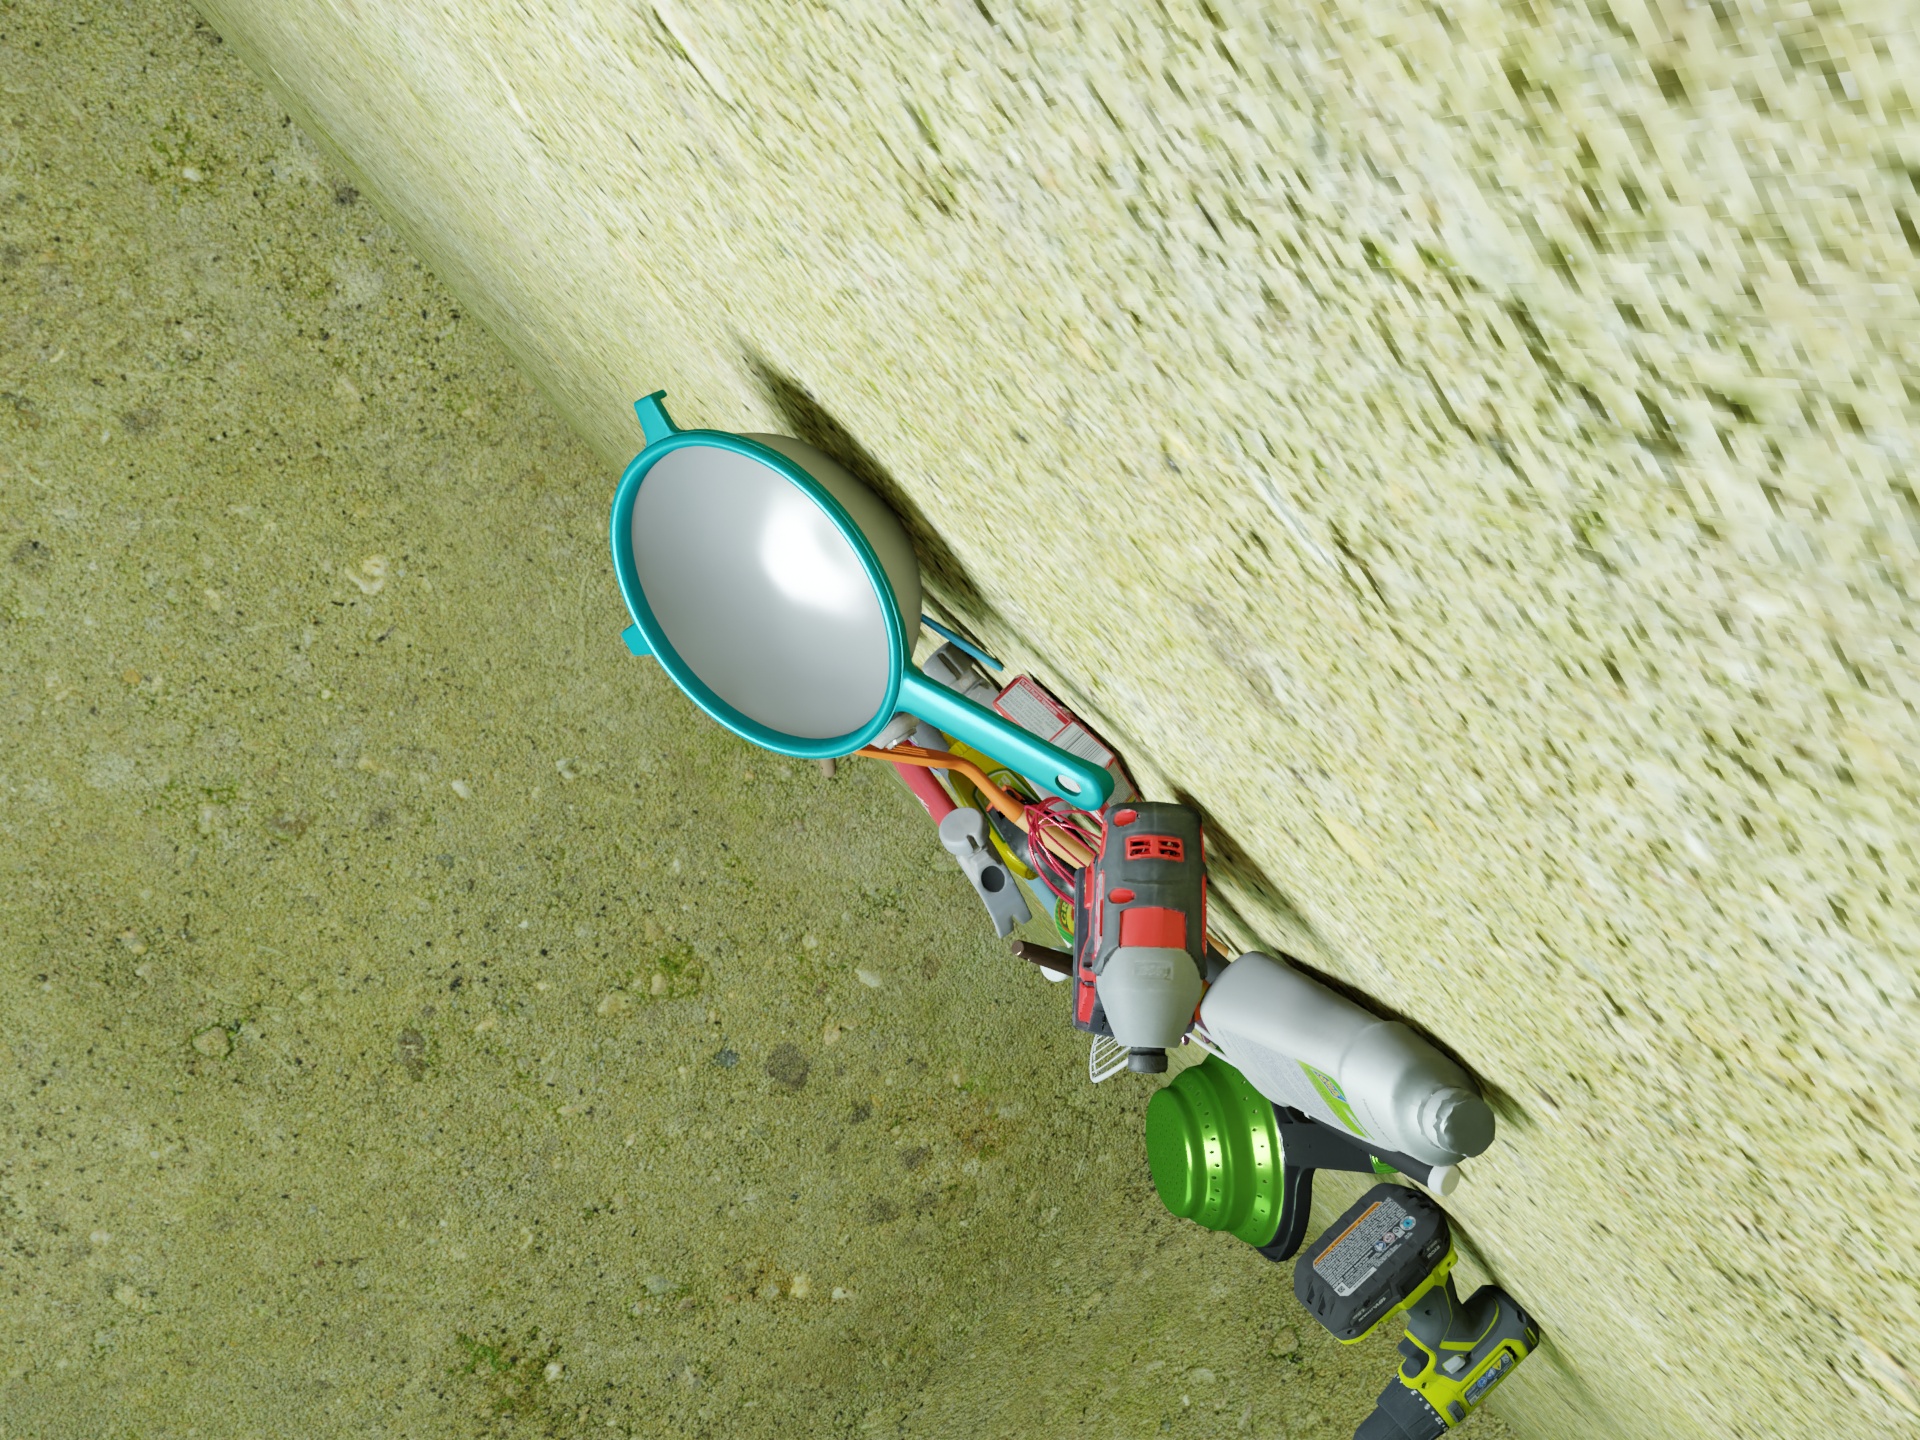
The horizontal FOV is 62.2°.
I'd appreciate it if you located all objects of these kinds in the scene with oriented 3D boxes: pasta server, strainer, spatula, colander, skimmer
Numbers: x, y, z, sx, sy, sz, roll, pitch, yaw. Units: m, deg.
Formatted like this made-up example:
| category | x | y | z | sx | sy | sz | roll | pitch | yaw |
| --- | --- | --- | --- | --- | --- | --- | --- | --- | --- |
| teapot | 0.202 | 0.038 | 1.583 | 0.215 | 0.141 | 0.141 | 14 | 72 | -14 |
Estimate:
| category | x | y | z | sx | sy | sz | roll | pitch | yaw |
| --- | --- | --- | --- | --- | --- | --- | --- | --- | --- |
| pasta server | 0.143 | 0.236 | 1.385 | 0.316 | 0.060 | 0.040 | 26 | -130 | -47 |
| strainer | -0.045 | -0.058 | 0.924 | 0.340 | 0.095 | 0.210 | 30 | 135 | 16 |
| spatula | 0.057 | 0.088 | 1.142 | 0.322 | 0.041 | 0.081 | 35 | -177 | -7 |
| colander | 0.239 | 0.355 | 1.317 | 0.397 | 0.094 | 0.205 | 132 | 133 | -72 |
| skimmer | 0.234 | 0.291 | 1.222 | 0.364 | 0.127 | 0.090 | 23 | 137 | 52 |

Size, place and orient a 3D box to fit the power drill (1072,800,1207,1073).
| category | x | y | z | sx | sy | sz | roll | pitch | yaw |
| --- | --- | --- | --- | --- | --- | --- | --- | --- | --- |
| power drill | 0.106 | 0.132 | 0.927 | 0.078 | 0.143 | 0.219 | 1 | 168 | 4 |

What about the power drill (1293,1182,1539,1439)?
| category | x | y | z | sx | sy | sz | roll | pitch | yaw |
| --- | --- | --- | --- | --- | --- | --- | --- | --- | --- |
| power drill | 0.375 | 0.519 | 1.343 | 0.228 | 0.190 | 0.080 | 55 | 170 | -28 |

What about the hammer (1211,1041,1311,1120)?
| category | x | y | z | sx | sy | sz | roll | pitch | yaw |
| --- | --- | --- | --- | --- | --- | --- | --- | --- | --- |
| hammer | 0.246 | 0.306 | 1.579 | 0.149 | 0.036 | 0.409 | 49 | 174 | -26 |

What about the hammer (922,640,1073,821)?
| category | x | y | z | sx | sy | sz | roll | pitch | yaw |
| --- | --- | --- | --- | --- | --- | --- | --- | --- | --- |
| hammer | -0.002 | -0.004 | 1.269 | 0.149 | 0.037 | 0.359 | 48 | 174 | -11 |

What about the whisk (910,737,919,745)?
| category | x | y | z | sx | sy | sz | roll | pitch | yaw |
| --- | --- | --- | --- | --- | --- | --- | --- | --- | --- |
| whisk | -0.058 | -0.004 | 1.624 | 0.246 | 0.058 | 0.059 | 71 | -172 | -66 |

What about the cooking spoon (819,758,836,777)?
| category | x | y | z | sx | sy | sz | roll | pitch | yaw |
| --- | --- | --- | --- | --- | --- | --- | --- | --- | --- |
| cooking spoon | -0.134 | -0.061 | 1.403 | 0.069 | 0.017 | 0.318 | 51 | 157 | 40 |

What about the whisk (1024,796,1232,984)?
| category | x | y | z | sx | sy | sz | roll | pitch | yaw |
| --- | --- | --- | --- | --- | --- | --- | --- | --- | --- |
| whisk | 0.151 | 0.149 | 1.115 | 0.295 | 0.073 | 0.073 | 42 | 176 | -18 |

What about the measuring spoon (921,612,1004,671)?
| category | x | y | z | sx | sy | sz | roll | pitch | yaw |
| --- | --- | --- | --- | --- | --- | --- | --- | --- | --- |
| measuring spoon | -0.017 | -0.073 | 1.044 | 0.129 | 0.021 | 0.042 | 35 | 174 | 21 |

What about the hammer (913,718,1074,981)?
| category | x | y | z | sx | sy | sz | roll | pitch | yaw |
| --- | --- | --- | --- | --- | --- | --- | --- | --- | --- |
| hammer | 0.035 | 0.098 | 1.480 | 0.128 | 0.033 | 0.331 | -6 | -129 | -49 |

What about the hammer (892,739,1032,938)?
| category | x | y | z | sx | sy | sz | roll | pitch | yaw |
| --- | --- | --- | --- | --- | --- | --- | --- | --- | --- |
| hammer | -0.053 | 0.028 | 1.388 | 0.387 | 0.038 | 0.143 | 52 | 172 | 45 |

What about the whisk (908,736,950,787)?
| category | x | y | z | sx | sy | sz | roll | pitch | yaw |
| --- | --- | --- | --- | --- | --- | --- | --- | --- | --- |
| whisk | -0.035 | 0.040 | 1.559 | 0.245 | 0.051 | 0.047 | 32 | 156 | 7 |

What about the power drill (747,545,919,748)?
| category | x | y | z | sx | sy | sz | roll | pitch | yaw |
| --- | --- | --- | --- | --- | --- | --- | --- | --- | --- |
| power drill | -0.088 | -0.060 | 1.120 | 0.185 | 0.084 | 0.226 | 56 | 178 | 2 |
